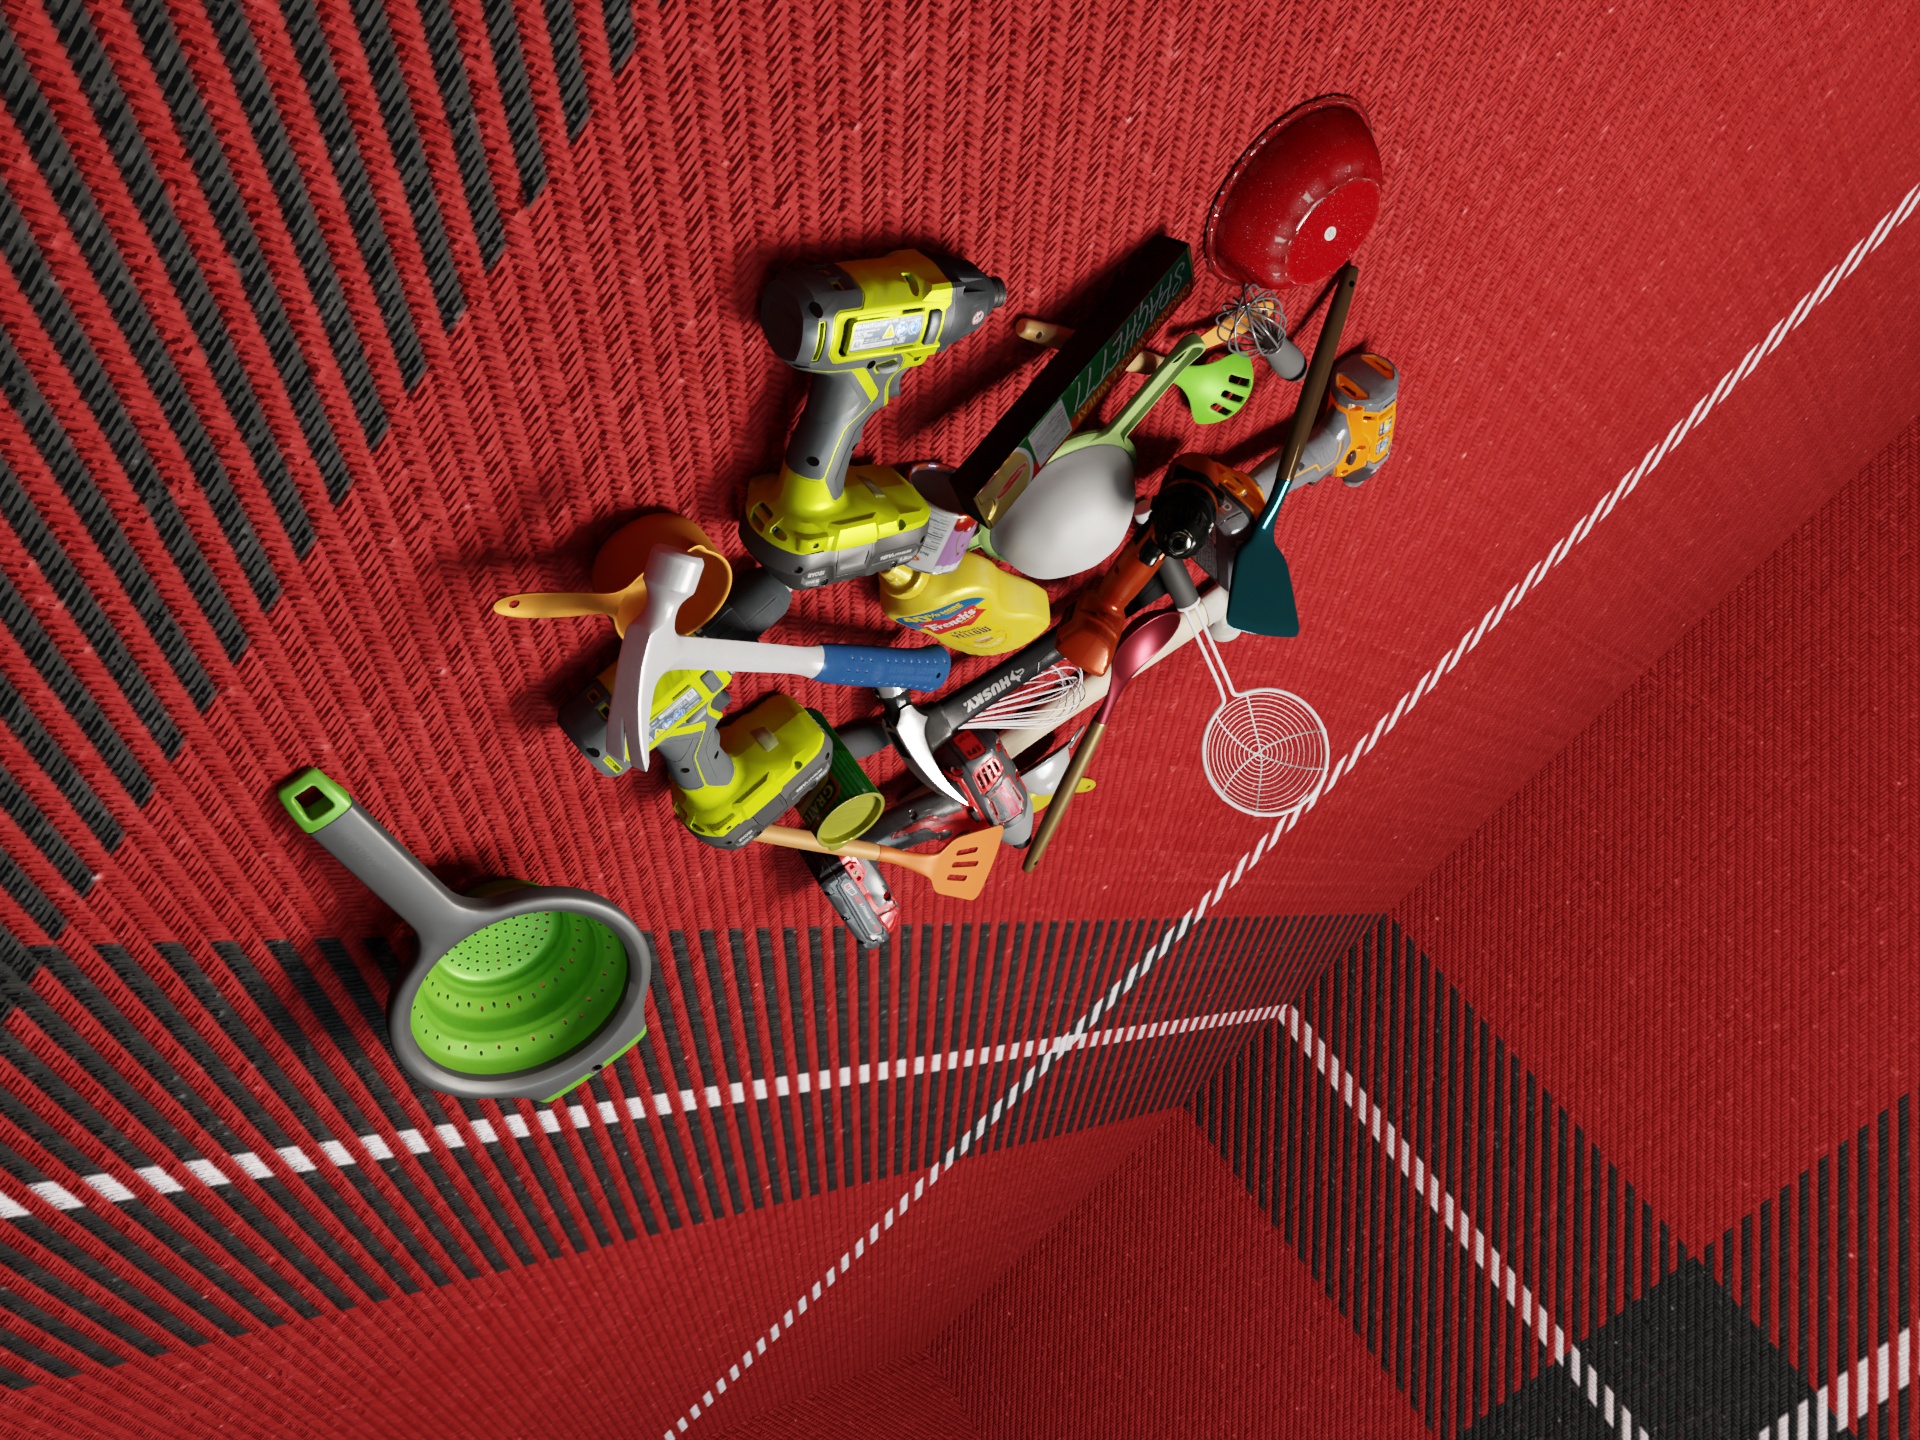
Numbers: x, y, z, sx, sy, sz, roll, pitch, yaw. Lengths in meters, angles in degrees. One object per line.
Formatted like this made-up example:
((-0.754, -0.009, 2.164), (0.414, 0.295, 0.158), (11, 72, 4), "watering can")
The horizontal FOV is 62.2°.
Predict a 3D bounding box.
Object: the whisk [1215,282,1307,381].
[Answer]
((0.253, -0.305, 1.291), (0.055, 0.055, 0.239), (-47, 164, 16), "whisk")

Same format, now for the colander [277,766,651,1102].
((-0.386, 0.144, 1.209), (0.204, 0.095, 0.396), (-35, 135, -6), "colander")

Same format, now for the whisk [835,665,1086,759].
((-0.002, -0.004, 1.468), (0.284, 0.070, 0.070), (-15, 146, -29), "whisk")

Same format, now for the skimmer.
((0.249, -0.056, 1.506), (0.127, 0.090, 0.362), (-33, 129, -1), "skimmer")

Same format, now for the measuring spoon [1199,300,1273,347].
((0.218, -0.314, 1.280), (0.117, 0.011, 0.021), (-32, 136, -32), "measuring spoon")

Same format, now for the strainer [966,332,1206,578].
((0.122, -0.195, 1.273), (0.151, 0.069, 0.256), (-4, 145, -46), "strainer")

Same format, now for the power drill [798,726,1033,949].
((-0.032, 0.115, 1.535), (0.219, 0.079, 0.143), (-33, 126, -5), "power drill")

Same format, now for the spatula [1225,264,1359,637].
((0.294, -0.230, 1.366), (0.082, 0.044, 0.317), (7, 107, -28), "spatula")

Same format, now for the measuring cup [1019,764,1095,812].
((0.111, 0.079, 1.757), (0.156, 0.029, 0.062), (5, 131, -51), "measuring cup")

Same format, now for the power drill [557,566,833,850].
((-0.182, -0.007, 1.218), (0.190, 0.080, 0.228), (-41, 151, -7), "power drill")

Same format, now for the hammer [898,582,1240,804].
((0.112, -0.026, 1.592), (0.410, 0.038, 0.146), (-34, 151, -7), "hammer")

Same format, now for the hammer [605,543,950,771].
((-0.116, -0.039, 1.166), (0.405, 0.035, 0.144), (1, 111, -64), "hammer")

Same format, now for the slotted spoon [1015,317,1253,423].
((0.146, -0.279, 1.251), (0.313, 0.031, 0.070), (0, 127, -49), "slotted spoon")

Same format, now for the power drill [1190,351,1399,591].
((0.312, -0.223, 1.485), (0.226, 0.084, 0.164), (-38, 154, -9), "power drill")

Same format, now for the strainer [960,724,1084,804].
((0.026, 0.083, 1.645), (0.258, 0.050, 0.087), (-26, 178, -10), "strainer")

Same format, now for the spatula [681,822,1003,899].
((-0.101, 0.112, 1.441), (0.322, 0.041, 0.081), (13, 106, -27), "spatula")

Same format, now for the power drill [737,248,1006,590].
((-0.061, -0.204, 1.062), (0.171, 0.080, 0.223), (-18, 144, -34), "power drill")

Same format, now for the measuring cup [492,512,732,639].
((-0.235, -0.094, 1.045), (0.173, 0.052, 0.095), (-7, 140, -43), "measuring cup")

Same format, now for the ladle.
((0.124, 0.021, 1.512), (0.069, 0.031, 0.315), (-5, 129, -44), "ladle")

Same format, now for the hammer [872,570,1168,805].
((0.076, -0.056, 1.449), (0.335, 0.035, 0.146), (-33, 115, -24), "hammer")
